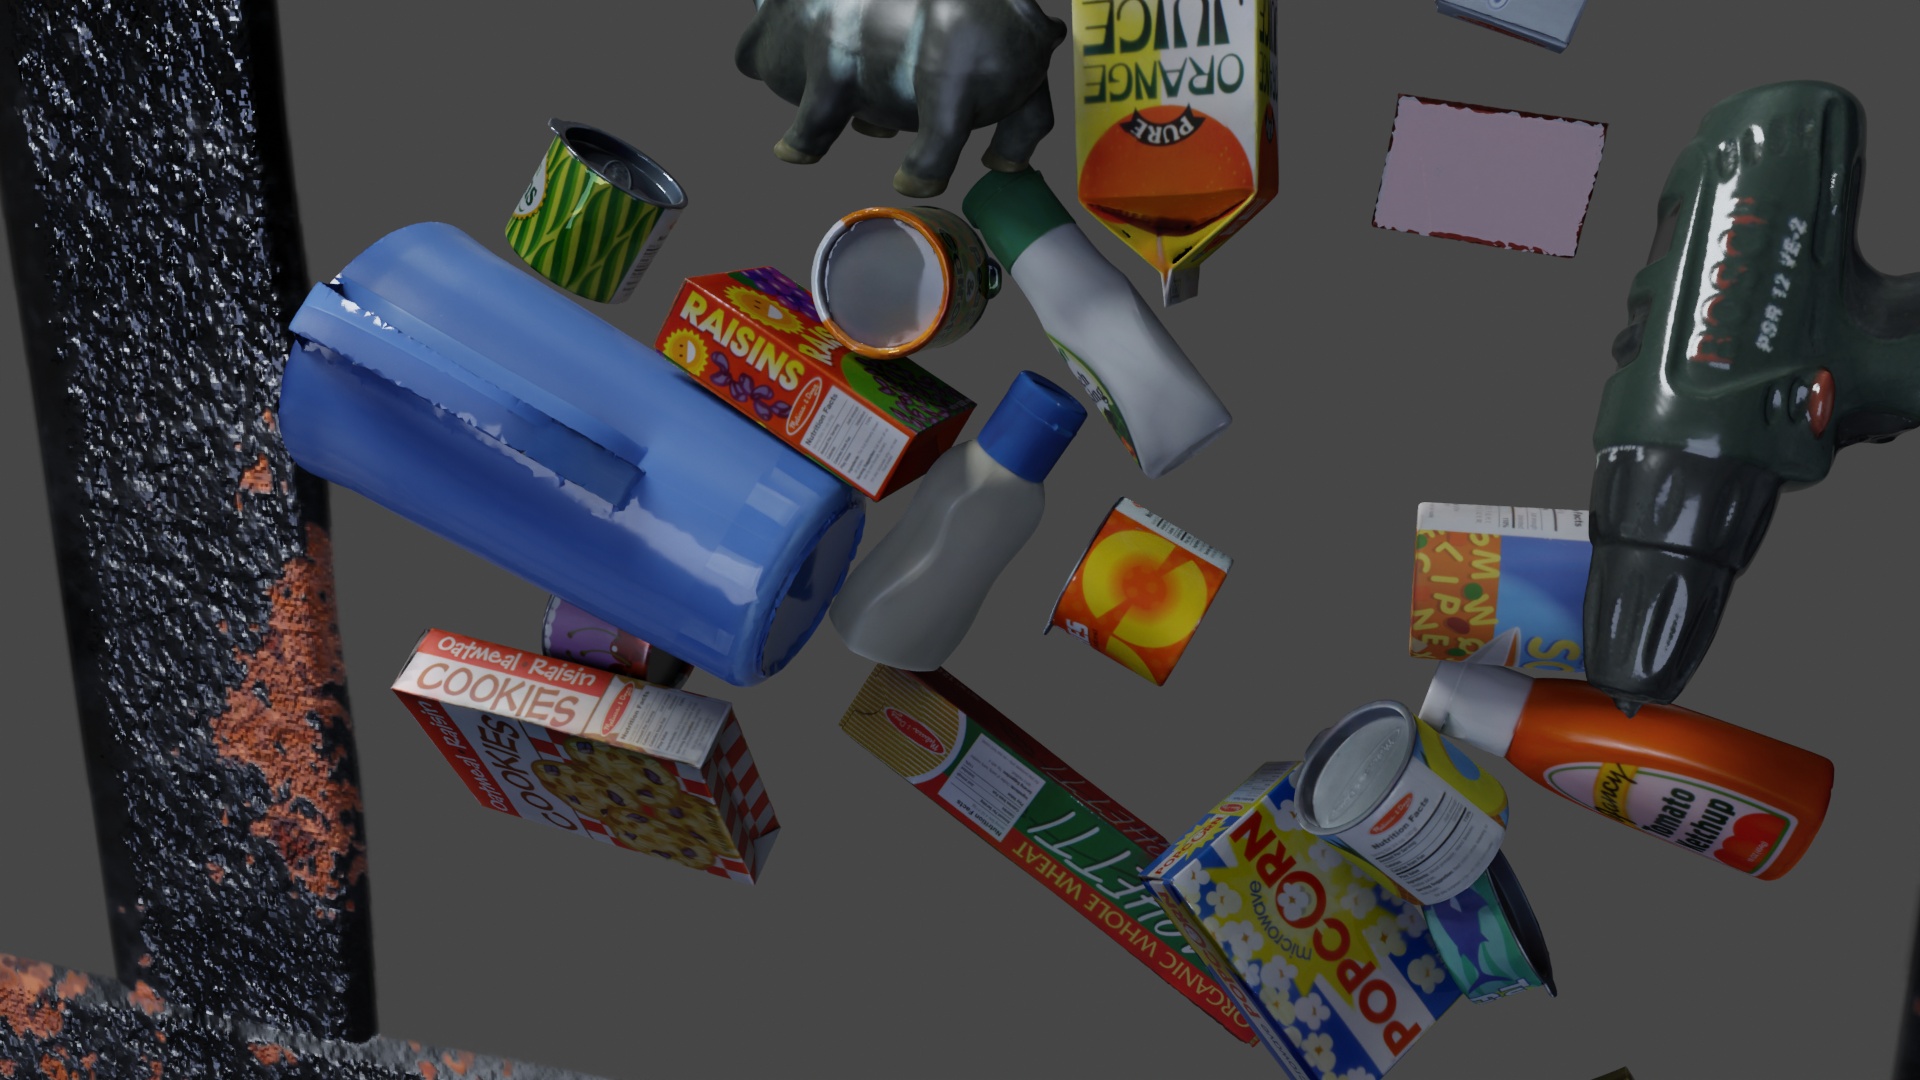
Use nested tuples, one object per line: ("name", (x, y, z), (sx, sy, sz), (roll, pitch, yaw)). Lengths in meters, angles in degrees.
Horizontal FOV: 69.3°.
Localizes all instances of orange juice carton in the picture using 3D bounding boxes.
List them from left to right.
("orange juice carton", (0.088, -0.193, 0.559), (0.073, 0.072, 0.192), (1, 102, 19))

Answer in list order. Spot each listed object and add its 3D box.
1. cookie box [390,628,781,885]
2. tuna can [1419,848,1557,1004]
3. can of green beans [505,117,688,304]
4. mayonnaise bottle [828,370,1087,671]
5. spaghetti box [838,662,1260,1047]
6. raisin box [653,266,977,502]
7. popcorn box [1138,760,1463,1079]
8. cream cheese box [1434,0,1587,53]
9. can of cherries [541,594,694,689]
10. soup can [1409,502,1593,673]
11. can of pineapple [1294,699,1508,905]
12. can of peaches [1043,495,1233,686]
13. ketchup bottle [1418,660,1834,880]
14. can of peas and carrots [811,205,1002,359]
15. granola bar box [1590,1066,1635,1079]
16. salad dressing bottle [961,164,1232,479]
("cookie box", (-0.184, 0.109, 0.698), (0.167, 0.040, 0.122), (12, 144, 15))
("tuna can", (0.224, 0.164, 0.595), (0.032, 0.071, 0.071), (-28, 93, 23))
("can of green beans", (-0.172, -0.154, 0.655), (0.071, 0.071, 0.057), (40, 111, 6))
("mayonnaise bottle", (0.002, -0.008, 0.636), (0.147, 0.065, 0.041), (-55, 44, 17))
("spaghetti box", (0.054, 0.144, 0.667), (0.250, 0.029, 0.050), (37, 110, 7))
("raisin box", (-0.064, -0.074, 0.627), (0.123, 0.086, 0.040), (35, 113, 7))
("popcorn box", (0.152, 0.173, 0.614), (0.085, 0.038, 0.126), (-36, 89, -18))
("cream cheese box", (0.227, -0.245, 0.527), (0.053, 0.024, 0.103), (24, 108, 11))
("can of cherries", (-0.166, 0.041, 0.696), (0.058, 0.072, 0.071), (16, 107, 14))
("soup can", (0.227, 0.022, 0.563), (0.084, 0.071, 0.071), (4, 103, 18))
("can of pineapple", (0.184, 0.109, 0.582), (0.058, 0.071, 0.070), (38, 112, -13))
("can of peaches", (0.079, 0.025, 0.612), (0.058, 0.071, 0.071), (30, 109, 9))
("ketchup bottle", (0.268, 0.087, 0.572), (0.149, 0.044, 0.064), (21, 146, 21))
("can of peas and carrots", (-0.023, -0.115, 0.619), (0.071, 0.059, 0.070), (4, 104, 17))
("granola bar box", (0.262, 0.330, 0.635), (0.165, 0.039, 0.124), (-32, 90, 21))
("salad dressing bottle", (0.057, -0.097, 0.599), (0.044, 0.064, 0.148), (-36, 81, 8))
